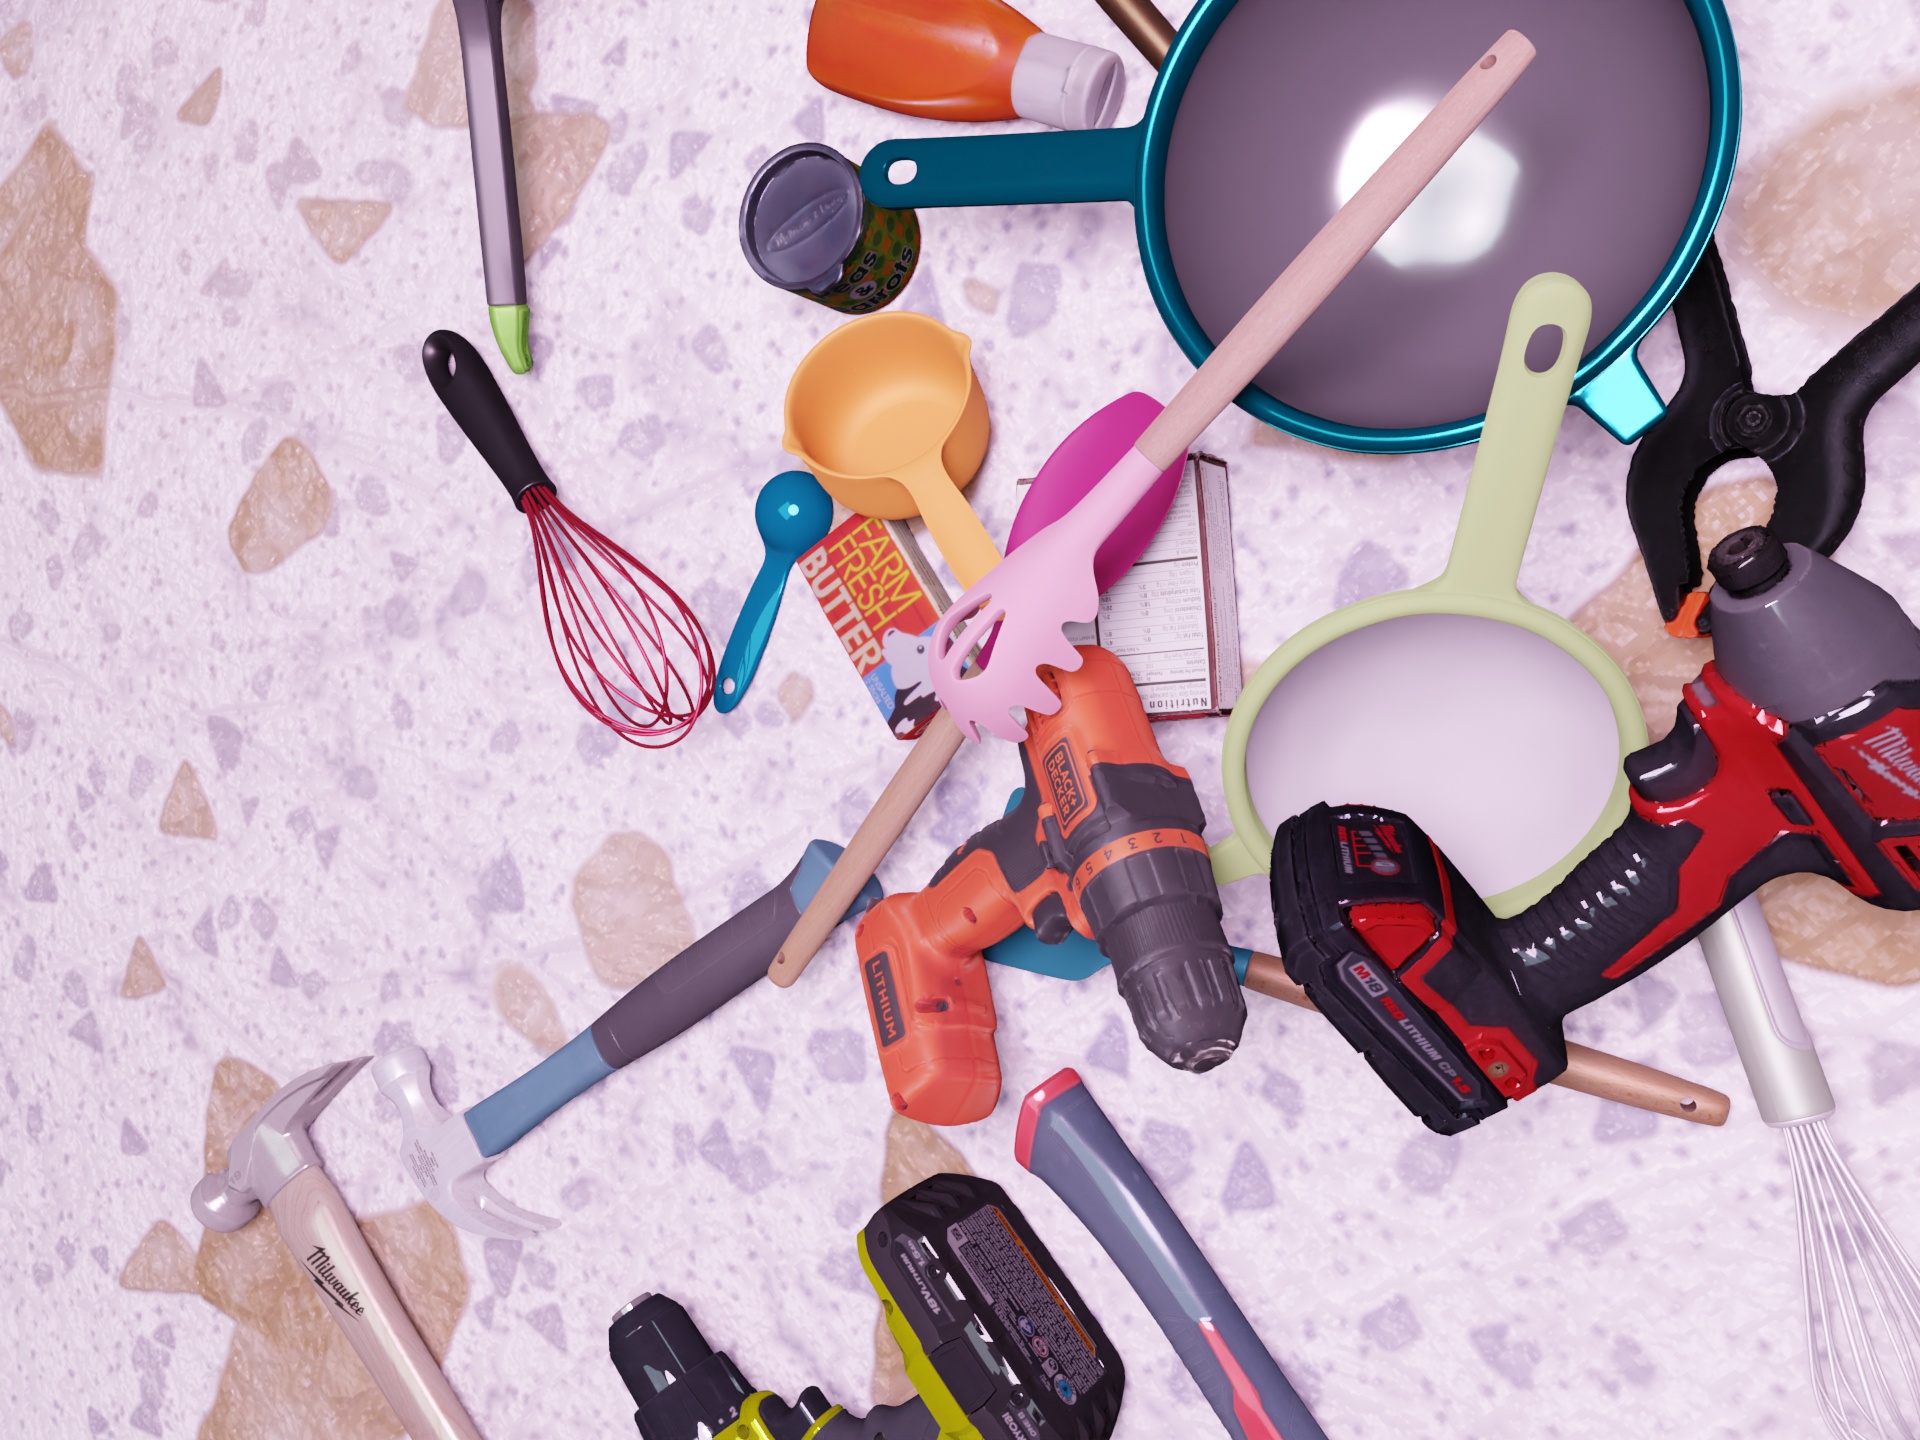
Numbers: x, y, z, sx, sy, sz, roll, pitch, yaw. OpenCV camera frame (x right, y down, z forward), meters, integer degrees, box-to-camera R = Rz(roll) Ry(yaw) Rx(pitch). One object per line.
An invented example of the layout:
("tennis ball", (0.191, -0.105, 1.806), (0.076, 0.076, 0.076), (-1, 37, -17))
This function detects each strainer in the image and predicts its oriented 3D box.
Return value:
("strainer", (0.180, -0.040, 0.579), (0.151, 0.069, 0.256), (8, 121, 6))
("strainer", (0.124, -0.211, 0.631), (0.340, 0.095, 0.211), (9, 96, 29))

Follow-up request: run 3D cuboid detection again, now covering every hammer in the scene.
("hammer", (0.154, 0.304, 0.648), (0.143, 0.038, 0.386), (-41, 73, 20))
("hammer", (-0.280, 0.381, 0.868), (0.146, 0.038, 0.411), (-45, 72, 18))
("hammer", (-0.172, 0.158, 0.814), (0.331, 0.033, 0.128), (-36, 74, 22))

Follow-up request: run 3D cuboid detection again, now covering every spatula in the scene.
("spatula", (0.148, 0.107, 0.661), (0.317, 0.044, 0.082), (15, 96, 21))

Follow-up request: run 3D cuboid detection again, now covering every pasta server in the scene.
("pasta server", (0.091, -0.114, 0.583), (0.316, 0.040, 0.060), (-48, 58, 16))

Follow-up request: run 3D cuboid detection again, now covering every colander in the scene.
("colander", (-0.205, -0.377, 0.795), (0.094, 0.205, 0.397), (-4, 107, -7))

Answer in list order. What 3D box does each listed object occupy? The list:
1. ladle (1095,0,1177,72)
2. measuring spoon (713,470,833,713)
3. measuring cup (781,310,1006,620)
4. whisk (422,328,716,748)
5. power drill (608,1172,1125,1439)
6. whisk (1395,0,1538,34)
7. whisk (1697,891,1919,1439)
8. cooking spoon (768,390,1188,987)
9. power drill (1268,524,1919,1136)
("ladle", (0.038, -0.362, 0.710), (0.078, 0.062, 0.320), (-41, 80, 23))
("measuring spoon", (-0.101, -0.063, 0.783), (0.042, 0.021, 0.128), (26, 100, 24))
("measuring cup", (-0.012, -0.101, 0.701), (0.095, 0.052, 0.174), (-30, 64, 3))
("whisk", (-0.210, -0.102, 0.822), (0.073, 0.073, 0.296), (-45, 65, 20))
("power drill", (-0.056, 0.312, 0.734), (0.228, 0.080, 0.191), (-44, 72, 23))
("whisk", (0.290, -0.294, 0.561), (0.285, 0.070, 0.070), (-2, 89, 35))
("whisk", (0.304, 0.150, 0.570), (0.059, 0.057, 0.246), (-32, 70, 54))
("cooking spoon", (-0.001, -0.002, 0.695), (0.069, 0.017, 0.319), (48, 113, 35))
("power drill", (0.220, 0.037, 0.535), (0.219, 0.079, 0.143), (-34, 110, 24))
